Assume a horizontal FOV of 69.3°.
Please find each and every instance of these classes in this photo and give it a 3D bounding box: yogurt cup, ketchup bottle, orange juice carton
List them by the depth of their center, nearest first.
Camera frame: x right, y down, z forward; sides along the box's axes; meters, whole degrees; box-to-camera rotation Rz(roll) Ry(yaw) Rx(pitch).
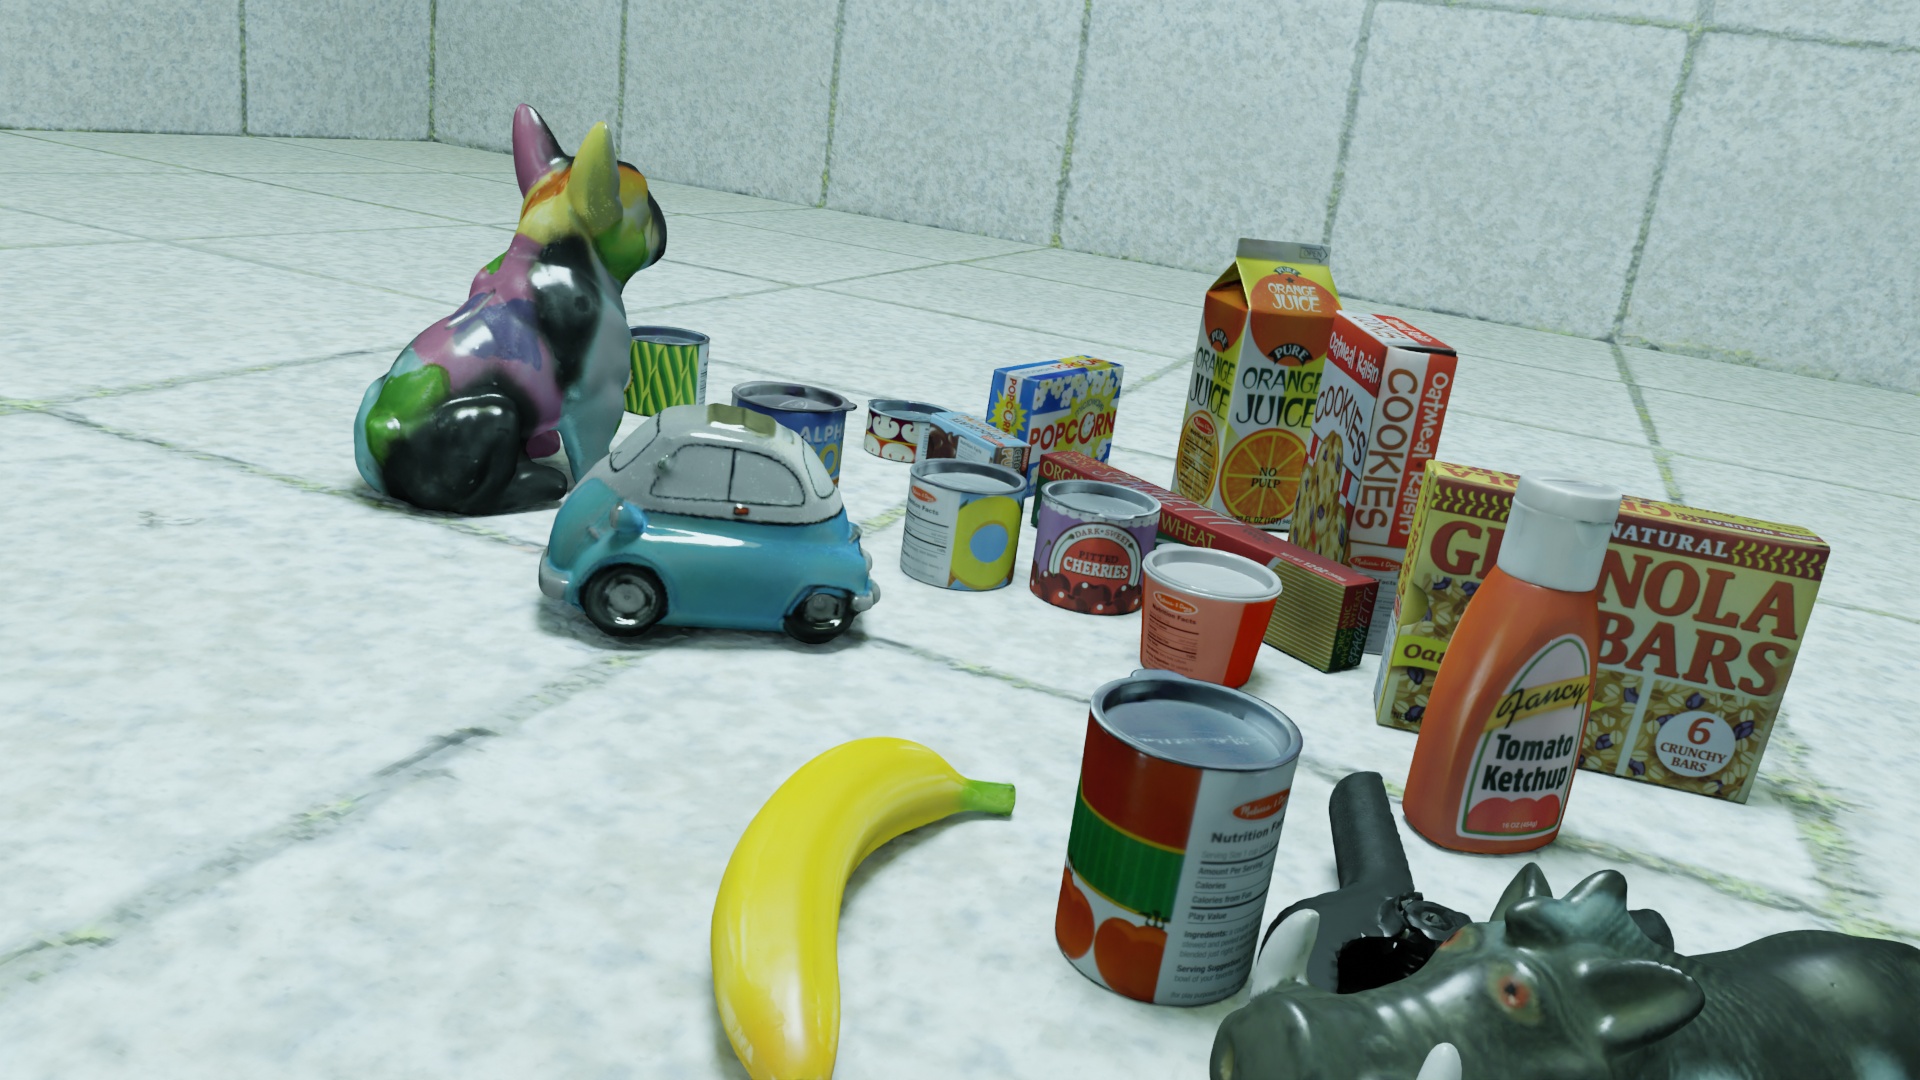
[{"bbox_3d":[0.219,0.048,0.542,0.065,0.148,0.043,2,18,-18],"label":"ketchup bottle"},{"bbox_3d":[0.119,0.039,0.683,0.072,0.053,0.072,7,17,-2],"label":"yogurt cup"},{"bbox_3d":[0.203,-0.108,0.947,0.072,0.192,0.073,3,18,-16],"label":"orange juice carton"}]

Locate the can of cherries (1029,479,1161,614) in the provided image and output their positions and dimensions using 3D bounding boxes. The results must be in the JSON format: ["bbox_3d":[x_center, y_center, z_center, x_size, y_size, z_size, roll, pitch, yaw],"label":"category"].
[{"bbox_3d":[0.073,0.004,0.766,0.071,0.058,0.072,7,17,-2],"label":"can of cherries"}]

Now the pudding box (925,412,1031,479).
[{"bbox_3d":[0.010,-0.052,0.927,0.030,0.049,0.084,-4,21,-33],"label":"pudding box"}]

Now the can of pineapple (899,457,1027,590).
[{"bbox_3d":[0.003,-0.010,0.778,0.071,0.057,0.071,7,17,-2],"label":"can of pineapple"}]

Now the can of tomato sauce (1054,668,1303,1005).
[{"bbox_3d":[0.067,0.093,0.444,0.071,0.082,0.071,7,17,-2],"label":"can of tomato sauce"}]

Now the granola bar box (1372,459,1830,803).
[{"bbox_3d":[0.285,0.040,0.634,0.165,0.123,0.039,11,18,12],"label":"granola bar box"}]

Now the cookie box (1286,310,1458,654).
[{"bbox_3d":[0.225,-0.037,0.777,0.040,0.166,0.123,8,17,0],"label":"cookie box"}]

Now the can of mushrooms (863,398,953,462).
[{"bbox_3d":[-0.039,-0.081,1.024,0.071,0.033,0.071,7,18,-2],"label":"can of mushrooms"}]

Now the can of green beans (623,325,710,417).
[{"bbox_3d":[-0.225,-0.128,1.049,0.071,0.057,0.071,7,17,-2],"label":"can of green beans"}]

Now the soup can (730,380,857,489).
[{"bbox_3d":[-0.099,-0.043,0.796,0.071,0.083,0.071,7,17,-2],"label":"soup can"}]

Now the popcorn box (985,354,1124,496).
[{"bbox_3d":[0.065,-0.083,0.988,0.038,0.085,0.127,18,20,31],"label":"popcorn box"}]

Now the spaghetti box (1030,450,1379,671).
[{"bbox_3d":[0.128,0.005,0.800,0.029,0.050,0.250,-5,22,-36],"label":"spaghetti box"}]
